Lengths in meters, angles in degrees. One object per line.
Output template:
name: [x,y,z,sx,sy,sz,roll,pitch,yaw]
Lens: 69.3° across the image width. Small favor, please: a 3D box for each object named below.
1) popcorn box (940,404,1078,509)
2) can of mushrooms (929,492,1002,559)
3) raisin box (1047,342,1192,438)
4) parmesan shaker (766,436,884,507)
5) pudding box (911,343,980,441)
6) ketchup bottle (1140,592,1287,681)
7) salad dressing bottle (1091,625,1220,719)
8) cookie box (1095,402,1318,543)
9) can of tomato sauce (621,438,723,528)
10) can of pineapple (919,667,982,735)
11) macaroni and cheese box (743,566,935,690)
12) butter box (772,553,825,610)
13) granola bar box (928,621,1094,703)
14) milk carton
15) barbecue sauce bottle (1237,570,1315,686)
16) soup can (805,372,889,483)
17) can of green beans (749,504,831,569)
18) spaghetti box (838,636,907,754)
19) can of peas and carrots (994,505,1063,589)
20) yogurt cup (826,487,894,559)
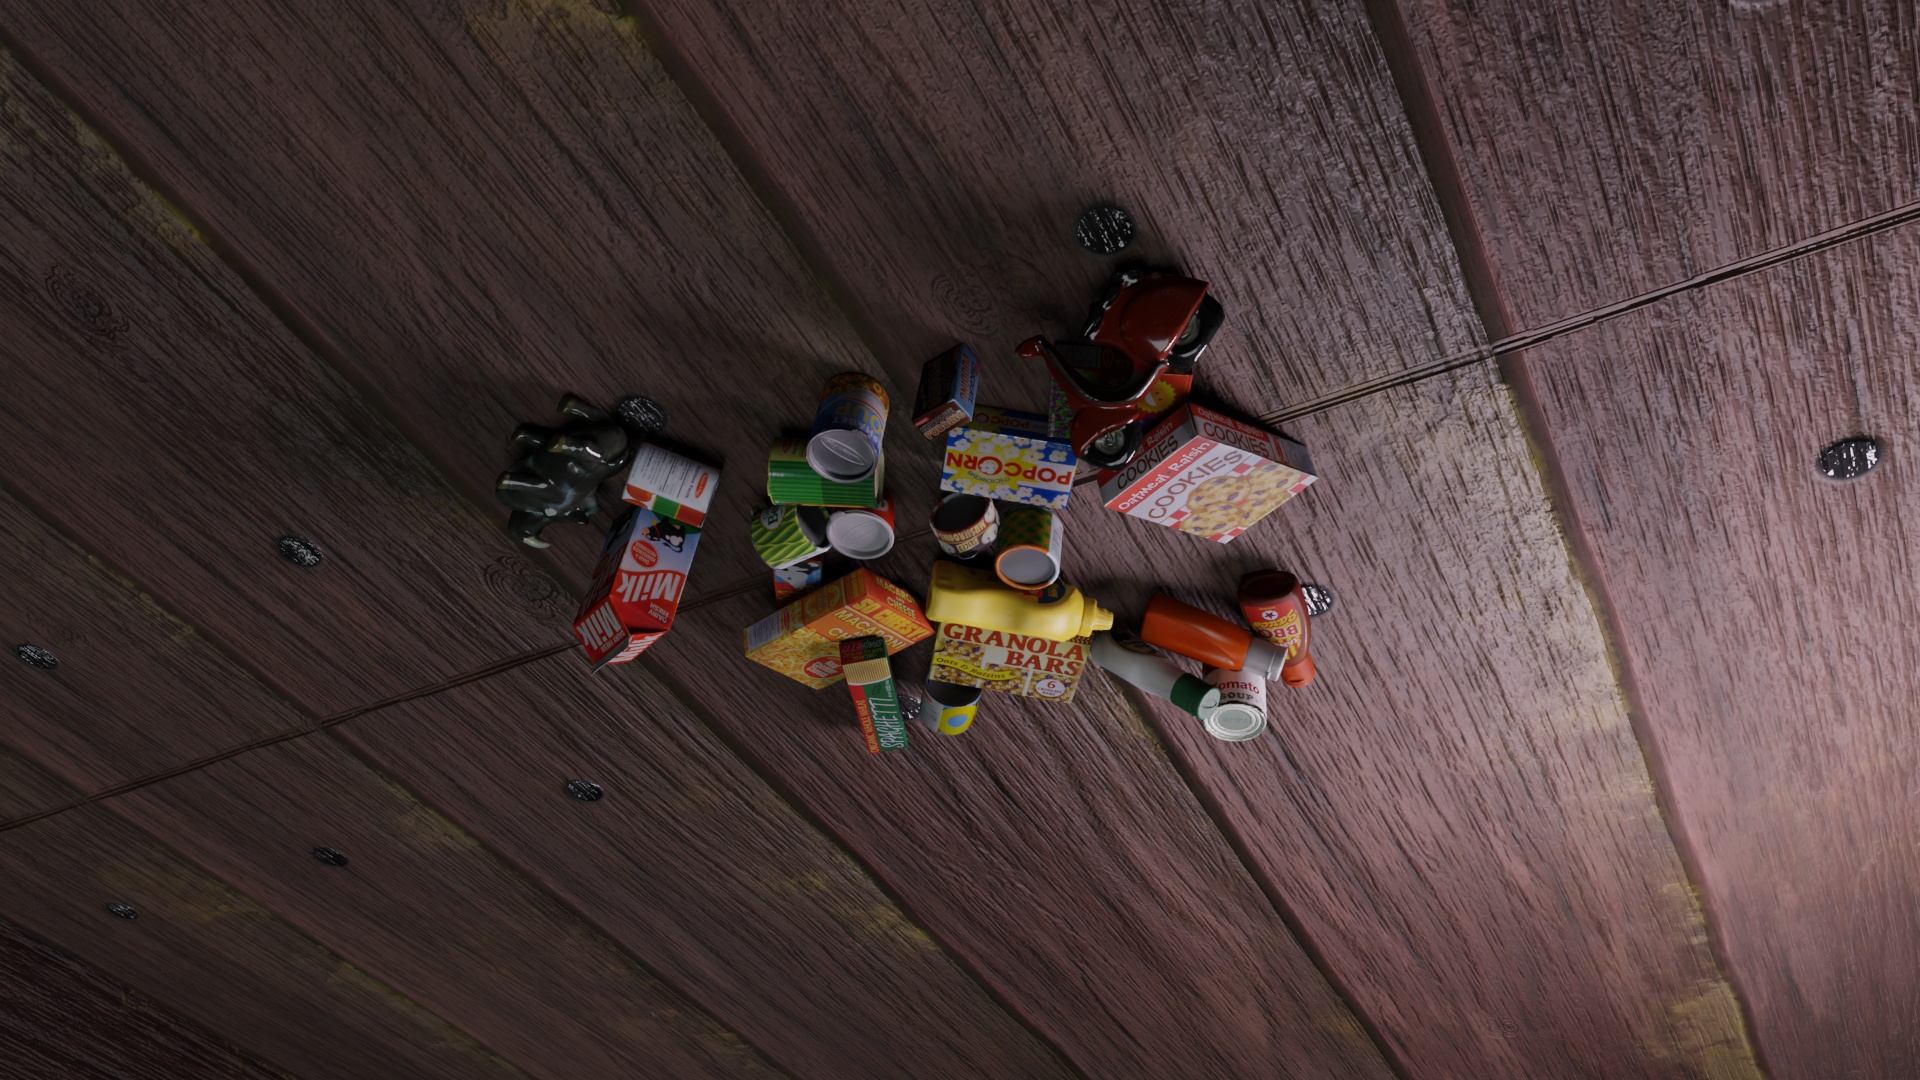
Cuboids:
popcorn box: [0.048,-0.080,1.324,0.127,0.038,0.084,9,136,-1]
can of mushrooms: [0.005,-0.017,1.372,0.071,0.071,0.033,-11,131,19]
raisin box: [0.143,-0.132,1.257,0.123,0.040,0.085,4,135,3]
parmesan shaker: [-0.129,-0.064,1.344,0.103,0.072,0.071,3,136,6]
pudding box: [-0.012,-0.133,1.246,0.049,0.084,0.030,-24,127,30]
ketchup bottle: [0.263,0.104,1.443,0.149,0.044,0.064,20,146,16]
salad dressing bottle: [0.205,0.139,1.460,0.064,0.148,0.044,10,105,-48]
cookie box: [0.227,-0.060,1.280,0.167,0.040,0.122,15,140,-36]
can of tomato sauce: [-0.286,-0.056,1.381,0.083,0.071,0.070,20,135,-11]
can of pineapple: [-0.010,0.178,1.578,0.071,0.071,0.057,10,136,-1]
macaroni and cheese box: [-0.130,0.096,1.498,0.166,0.040,0.123,-28,144,24]
butter box: [-0.173,0.048,1.500,0.053,0.024,0.103,5,136,2]
granola bar box: [0.055,0.116,1.523,0.166,0.039,0.123,10,136,-2]
milk carton: [-0.329,0.049,1.404,0.073,0.191,0.072,35,130,-25]
barbecue sauce bottle: [0.338,0.095,1.454,0.065,0.044,0.148,-8,134,23]
soup can: [-0.102,-0.106,1.288,0.071,0.084,0.071,4,136,4]
can of green beans: [-0.170,-0.010,1.409,0.057,0.071,0.071,-22,128,27]
spaghetti box: [-0.096,0.180,1.574,0.050,0.029,0.248,-10,149,-2]
can of peas and carrots: [0.066,0.008,1.397,0.071,0.059,0.070,4,135,4]
yogurt cup: [-0.097,-0.022,1.394,0.072,0.054,0.072,4,136,4]
